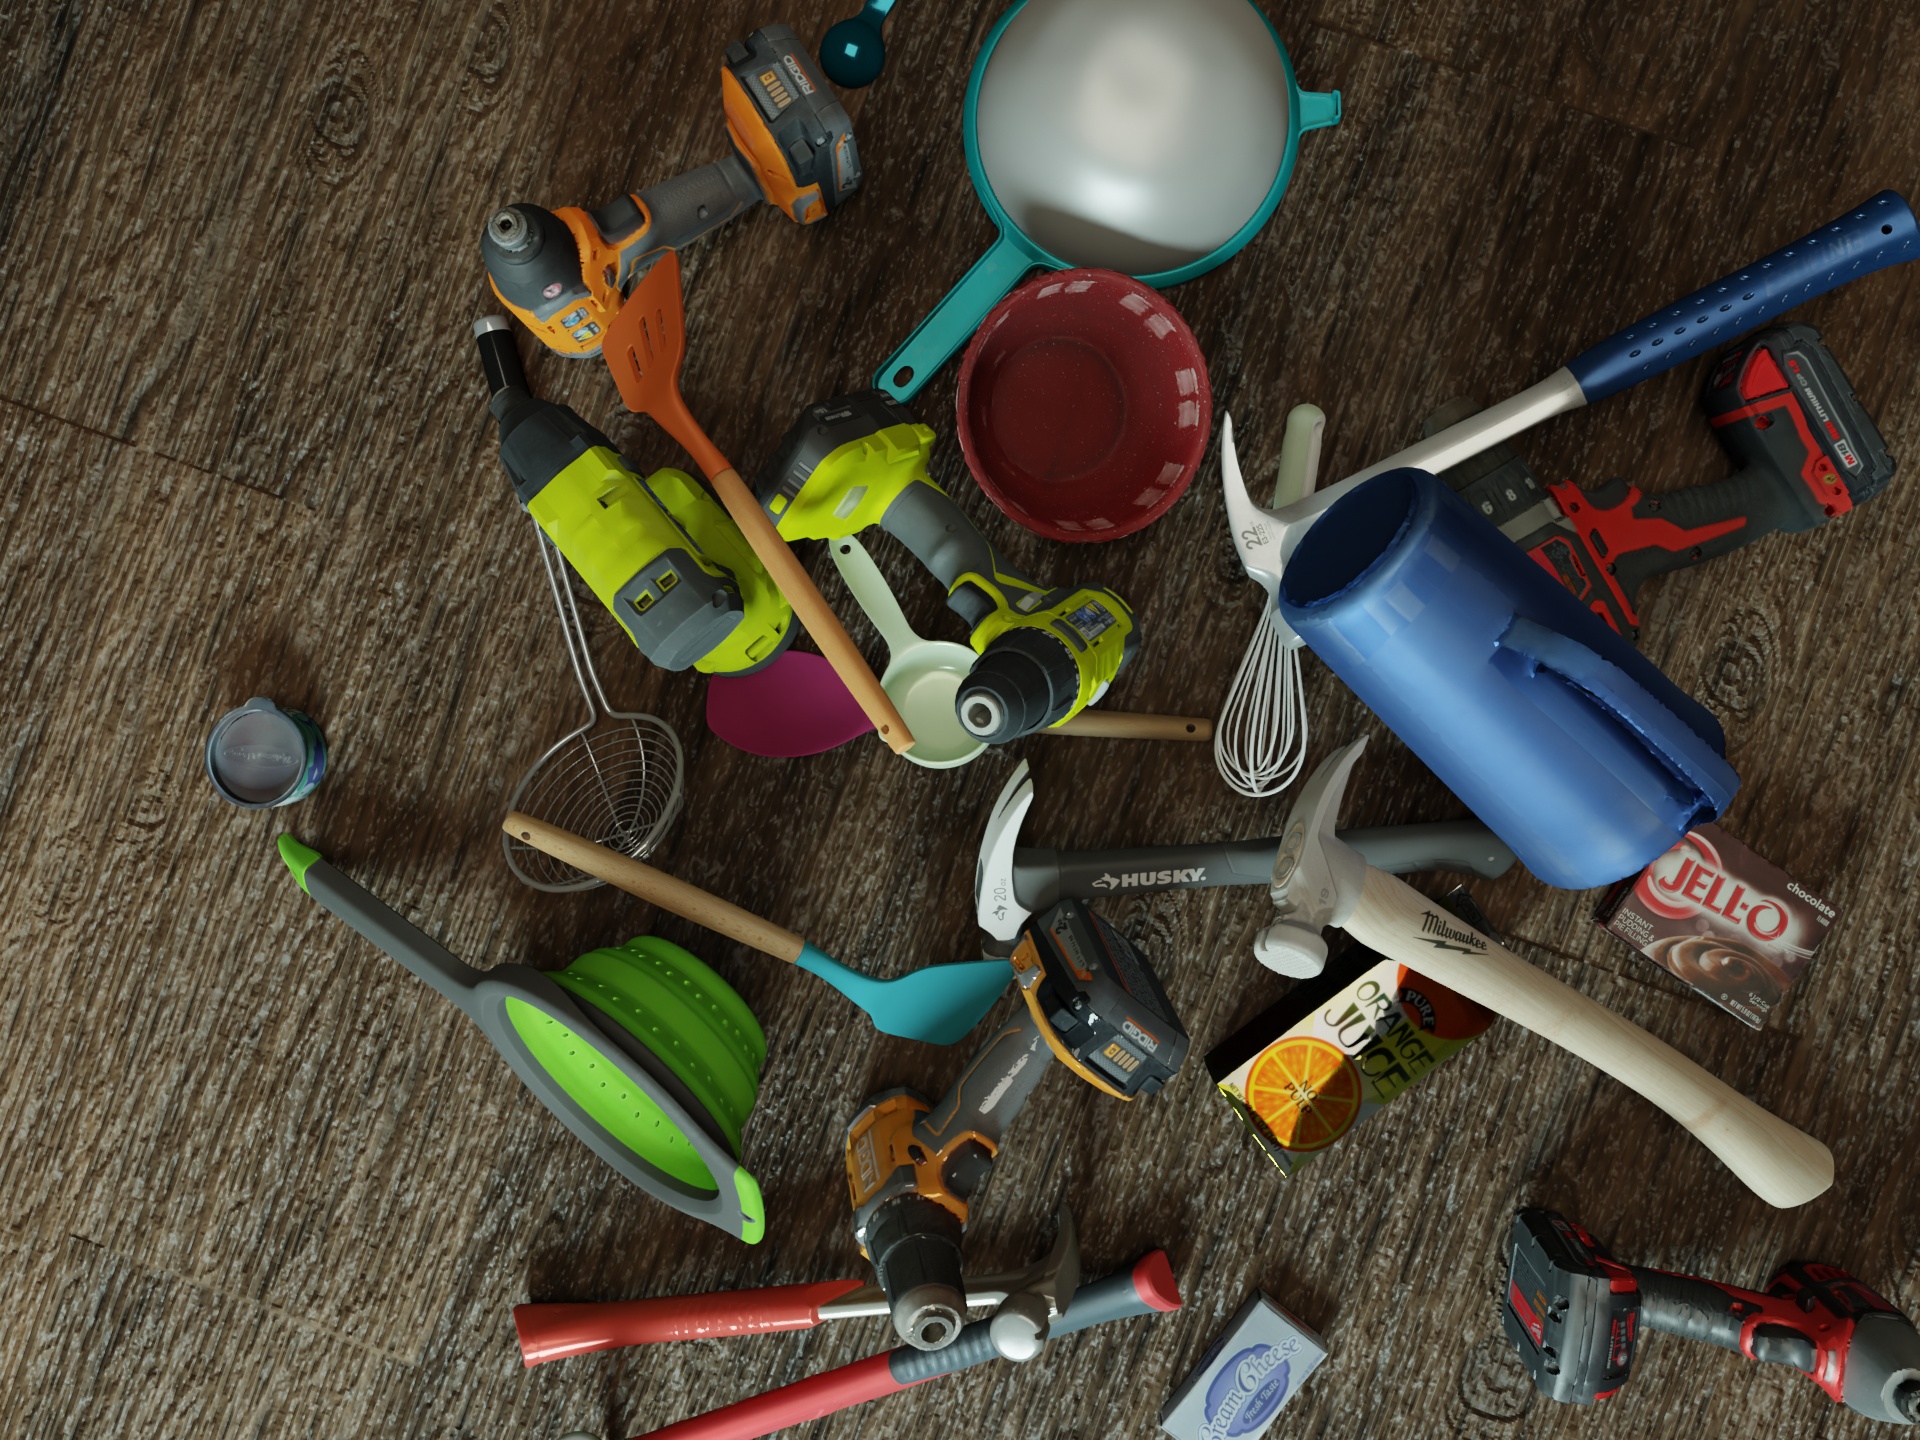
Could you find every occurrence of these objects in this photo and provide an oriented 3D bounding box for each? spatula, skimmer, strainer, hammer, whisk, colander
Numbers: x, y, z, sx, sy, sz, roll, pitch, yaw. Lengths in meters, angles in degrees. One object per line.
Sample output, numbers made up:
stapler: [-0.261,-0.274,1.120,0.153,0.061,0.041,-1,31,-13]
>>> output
spatula: [-0.118,0.120,0.938,0.317,0.044,0.082,27,120,-14]
skimmer: [-0.258,-0.077,0.975,0.127,0.090,0.363,-16,89,17]
strainer: [0.062,-0.327,0.958,0.211,0.095,0.340,42,91,1]
hammer: [0.176,0.081,0.966,0.334,0.035,0.146,-4,124,-3]
hammer: [-0.107,0.357,0.978,0.359,0.149,0.036,-10,94,14]
whisk: [0.198,-0.075,0.981,0.059,0.057,0.246,7,86,32]
hammer: [0.342,-0.194,0.918,0.405,0.035,0.144,-26,81,9]
hammer: [0.358,0.166,0.935,0.410,0.038,0.146,31,62,-14]
spatula: [-0.113,-0.118,0.884,0.081,0.041,0.323,-41,77,33]
colander: [-0.251,0.157,0.976,0.397,0.204,0.094,31,57,17]
hammer: [-0.051,0.405,0.980,0.386,0.143,0.038,-15,65,-8]

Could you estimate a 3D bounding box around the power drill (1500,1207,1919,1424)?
power drill: [0.443,0.355,0.927,0.219,0.143,0.078,7,94,5]

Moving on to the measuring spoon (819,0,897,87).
measuring spoon: [-0.048,-0.460,0.997,0.042,0.021,0.128,28,93,2]

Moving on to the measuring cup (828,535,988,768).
measuring cup: [-0.035,-0.045,0.984,0.083,0.038,0.168,-31,78,-3]

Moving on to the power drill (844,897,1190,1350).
power drill: [0.024,0.230,0.904,0.084,0.185,0.226,39,101,-21]

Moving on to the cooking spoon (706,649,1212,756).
cooking spoon: [-0.002,-0.003,1.002,0.319,0.017,0.069,3,81,3]

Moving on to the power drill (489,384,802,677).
power drill: [-0.174,-0.101,0.902,0.080,0.223,0.171,-41,83,3]

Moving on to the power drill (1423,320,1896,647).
power drill: [0.409,-0.151,0.958,0.226,0.080,0.188,-30,89,5]

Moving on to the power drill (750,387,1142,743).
power drill: [-0.011,-0.084,0.922,0.228,0.190,0.080,43,119,7]

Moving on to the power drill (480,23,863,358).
power drill: [-0.175,-0.307,0.936,0.226,0.164,0.084,-33,87,0]
